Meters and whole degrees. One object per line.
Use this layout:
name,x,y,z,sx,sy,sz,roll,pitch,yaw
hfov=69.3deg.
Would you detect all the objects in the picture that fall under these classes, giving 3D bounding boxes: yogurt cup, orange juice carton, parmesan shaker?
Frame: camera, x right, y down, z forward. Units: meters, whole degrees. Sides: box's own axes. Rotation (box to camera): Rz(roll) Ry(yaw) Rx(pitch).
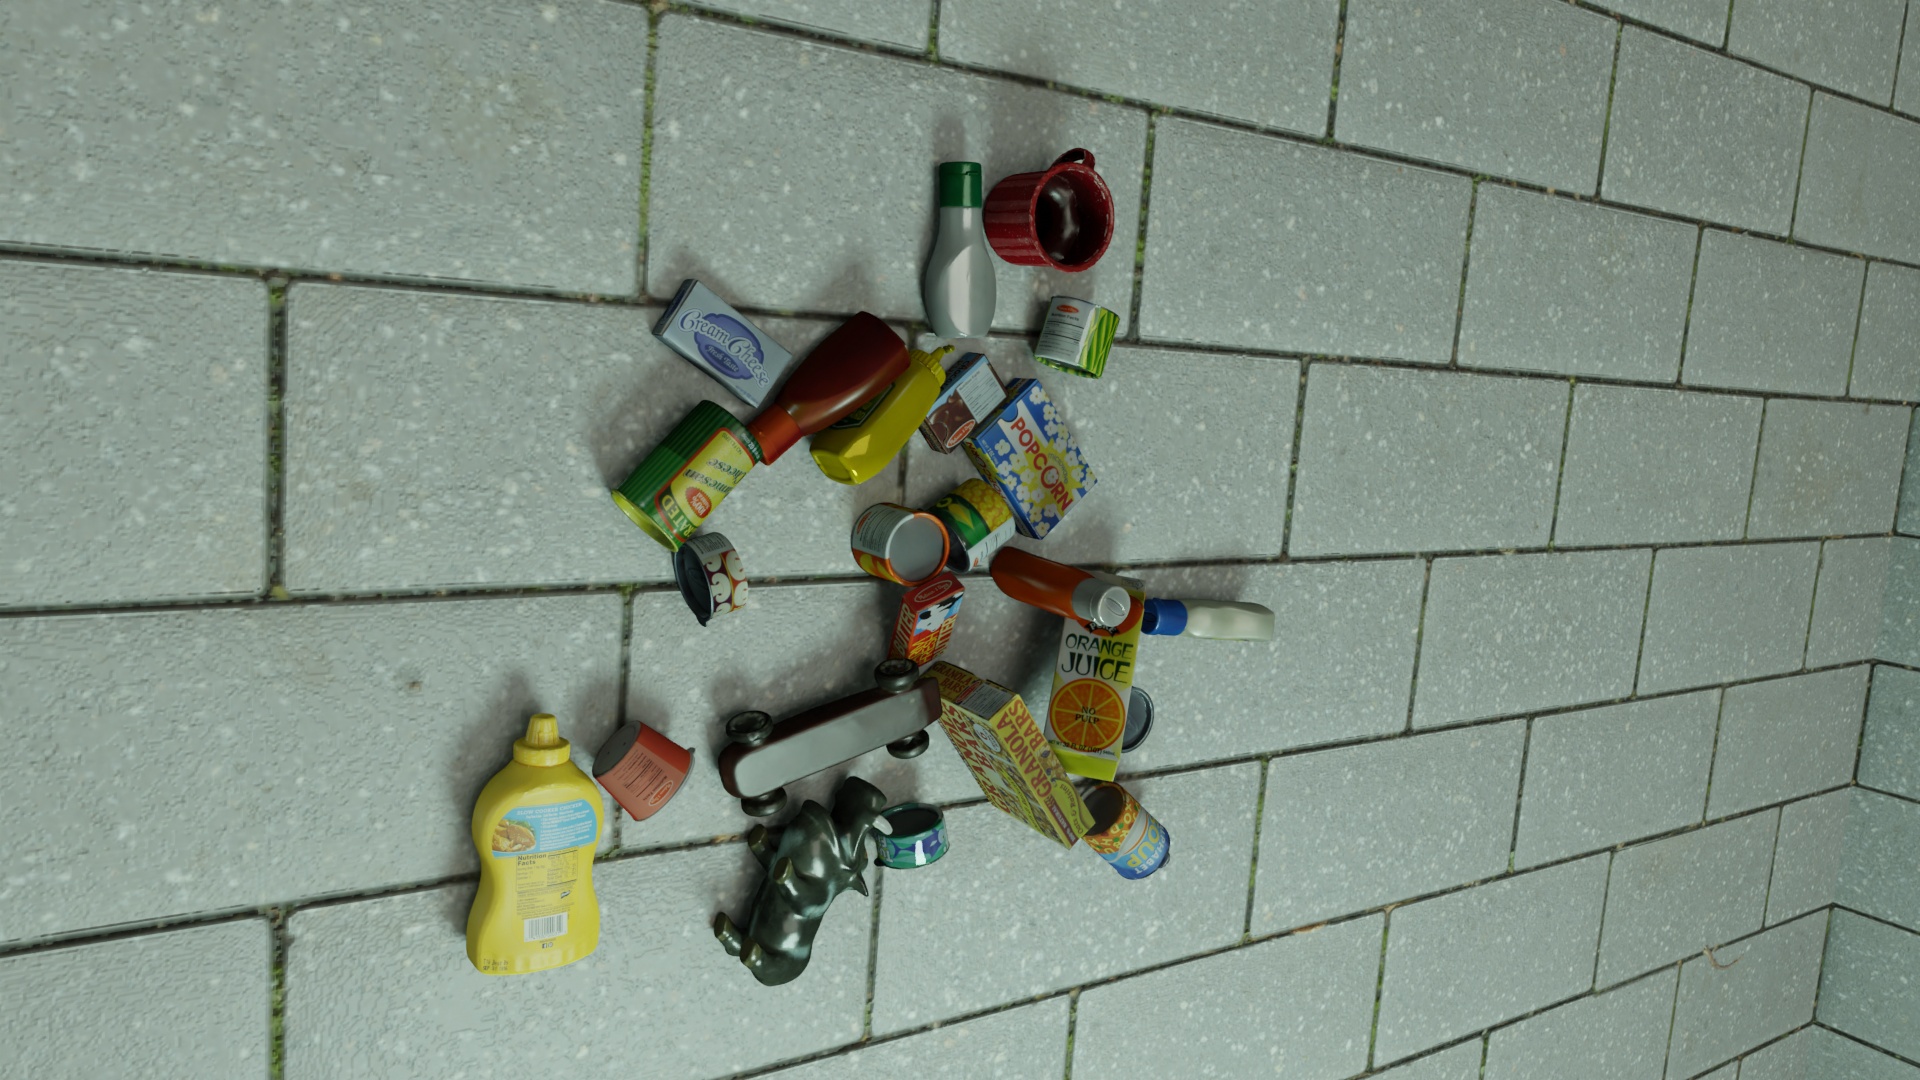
yogurt cup,-0.251,0.178,1.089,0.054,0.072,0.072,46,73,-23
orange juice carton,0.126,0.119,1.298,0.072,0.072,0.193,10,67,6
parmesan shaker,-0.210,-0.052,1.069,0.103,0.071,0.071,-50,122,-17

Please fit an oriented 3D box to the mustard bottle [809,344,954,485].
mustard bottle,-0.058,-0.115,1.170,0.161,0.065,0.048,-50,128,-24

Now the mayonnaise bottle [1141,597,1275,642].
mayonnaise bottle,0.248,0.081,1.418,0.148,0.065,0.041,4,94,-31

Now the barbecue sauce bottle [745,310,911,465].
barbecue sauce bottle,-0.113,-0.121,1.131,0.149,0.065,0.043,-42,153,-15

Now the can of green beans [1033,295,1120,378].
can of green beans,0.106,-0.184,1.265,0.071,0.071,0.058,18,89,-36

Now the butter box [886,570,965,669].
butter box,-0.031,0.074,1.209,0.053,0.024,0.103,-26,152,-29

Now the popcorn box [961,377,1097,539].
popcorn box,0.062,-0.075,1.273,0.085,0.038,0.126,-45,121,-19

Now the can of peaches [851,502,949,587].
can of peaches,-0.050,0.004,1.198,0.071,0.058,0.071,-7,102,-33

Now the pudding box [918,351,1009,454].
pudding box,-0.002,-0.122,1.224,0.084,0.030,0.049,-45,122,-19

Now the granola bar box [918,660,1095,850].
granola bar box,0.040,0.191,1.254,0.039,0.124,0.165,-41,119,-20

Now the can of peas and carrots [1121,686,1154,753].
can of peas and carrots,0.145,0.171,1.364,0.071,0.059,0.070,-7,104,-33

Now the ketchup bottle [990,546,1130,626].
ketchup bottle,0.091,0.044,1.247,0.064,0.149,0.043,39,78,-33

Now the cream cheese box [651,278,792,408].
cream cheese box,-0.187,-0.154,1.094,0.103,0.024,0.053,37,77,-34

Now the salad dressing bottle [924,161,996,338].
salad dressing bottle,0.000,-0.249,1.195,0.064,0.044,0.147,-6,101,-33

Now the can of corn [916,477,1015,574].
can of corn,0.004,-0.015,1.229,0.058,0.071,0.071,-37,118,-24

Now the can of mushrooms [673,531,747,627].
can of mushrooms,-0.197,0.030,1.096,0.033,0.071,0.070,-21,110,-31

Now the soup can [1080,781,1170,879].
soup can,0.162,0.291,1.390,0.083,0.071,0.071,46,73,-32

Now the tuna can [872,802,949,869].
tuna can,-0.047,0.265,1.244,0.071,0.071,0.032,-19,108,-31
